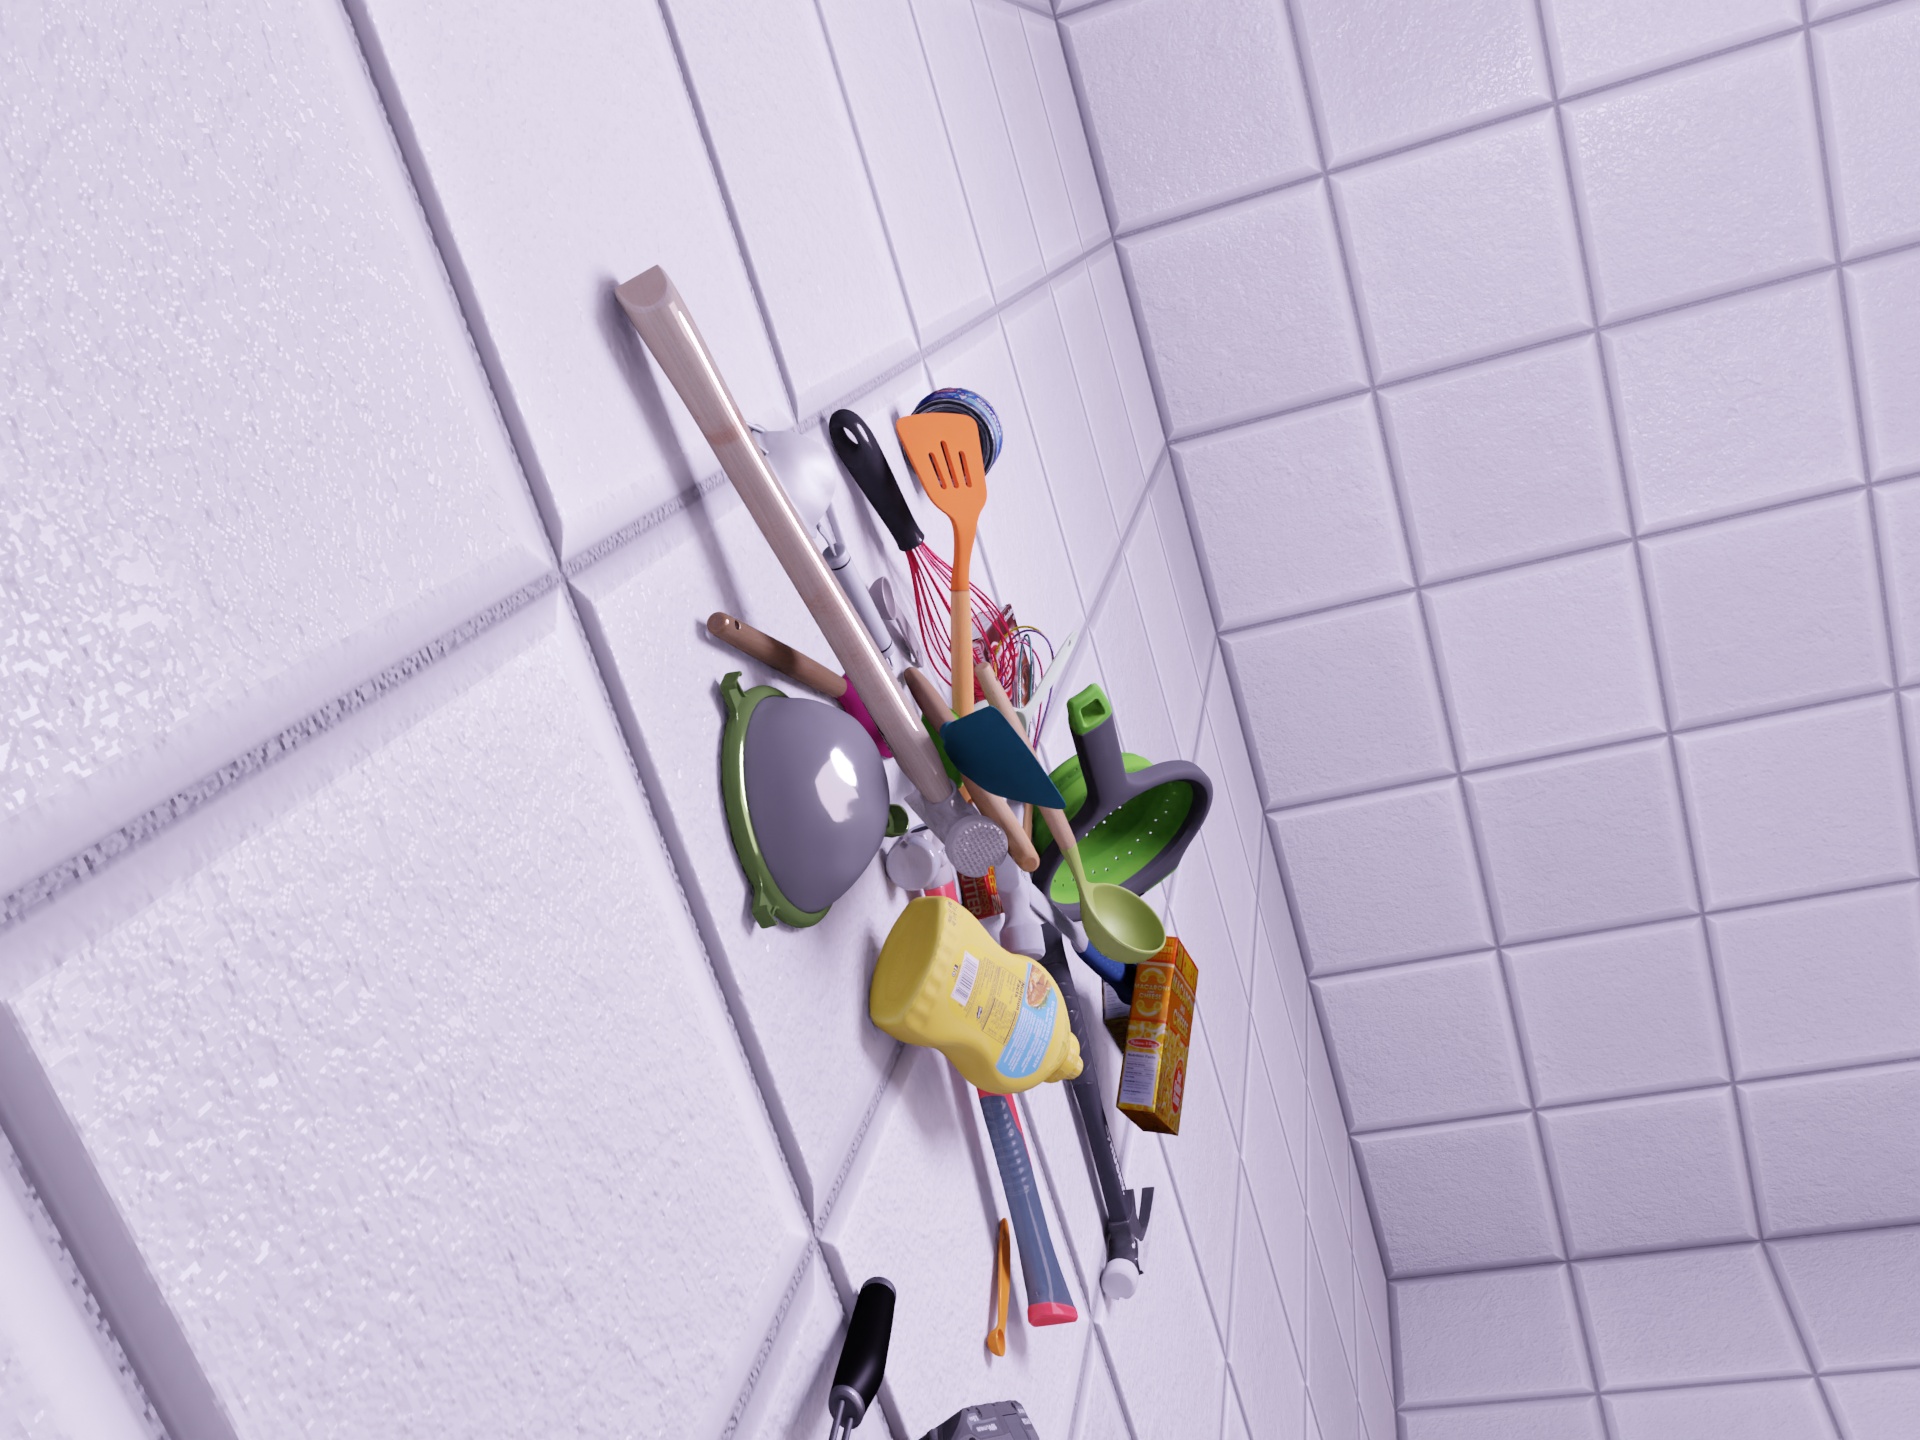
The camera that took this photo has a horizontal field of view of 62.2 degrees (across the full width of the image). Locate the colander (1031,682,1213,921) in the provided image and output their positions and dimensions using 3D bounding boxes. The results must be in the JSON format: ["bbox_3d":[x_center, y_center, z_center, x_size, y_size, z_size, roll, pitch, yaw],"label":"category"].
[{"bbox_3d":[0.118,0.052,1.449,0.095,0.204,0.396,51,-9,30],"label":"colander"}]

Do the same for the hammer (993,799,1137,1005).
[{"bbox_3d":[0.102,0.184,1.408,0.405,0.035,0.144,47,32,-61],"label":"hammer"}]

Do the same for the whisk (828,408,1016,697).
[{"bbox_3d":[-0.030,-0.130,1.287,0.073,0.073,0.295,-83,149,-49],"label":"whisk"}]

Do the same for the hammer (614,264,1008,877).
[{"bbox_3d":[-0.094,-0.089,0.989,0.410,0.038,0.146,60,-7,-20],"label":"hammer"}]

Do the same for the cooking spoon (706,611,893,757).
[{"bbox_3d":[-0.092,-0.028,1.071,0.318,0.017,0.069,30,48,-69],"label":"cooking spoon"}]

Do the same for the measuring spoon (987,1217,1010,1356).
[{"bbox_3d":[0.028,0.413,1.164,0.117,0.011,0.021,-83,155,-56],"label":"measuring spoon"}]

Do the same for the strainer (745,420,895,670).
[{"bbox_3d":[-0.089,-0.123,1.122,0.258,0.050,0.087,65,6,-46],"label":"strainer"}]

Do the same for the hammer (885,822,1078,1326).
[{"bbox_3d":[0.026,0.263,1.199,0.143,0.038,0.386,-24,99,-75],"label":"hammer"}]

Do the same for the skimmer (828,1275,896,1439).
[{"bbox_3d":[-0.092,0.371,0.766,0.363,0.090,0.127,-60,132,-81],"label":"skimmer"}]

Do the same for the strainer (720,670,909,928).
[{"bbox_3d":[-0.064,0.053,1.015,0.256,0.069,0.151,19,60,-69],"label":"strainer"}]

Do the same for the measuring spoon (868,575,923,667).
[{"bbox_3d":[-0.051,-0.073,1.258,0.124,0.018,0.034,62,20,-60],"label":"measuring spoon"}]

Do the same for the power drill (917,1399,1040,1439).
[{"bbox_3d":[0.042,0.495,0.864,0.223,0.080,0.171,55,6,28],"label":"power drill"}]

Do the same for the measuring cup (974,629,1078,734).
[{"bbox_3d":[0.044,-0.016,1.343,0.168,0.038,0.083,-56,152,-19],"label":"measuring cup"}]

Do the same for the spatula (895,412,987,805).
[{"bbox_3d":[-0.005,-0.080,1.263,0.081,0.041,0.322,-11,105,-39],"label":"spatula"}]

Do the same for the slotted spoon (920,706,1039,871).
[{"bbox_3d":[0.013,0.048,1.127,0.314,0.031,0.070,-126,-154,-71],"label":"slotted spoon"}]

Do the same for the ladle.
[{"bbox_3d":[0.088,0.077,1.285,0.078,0.062,0.319,-91,158,-56],"label":"ladle"}]

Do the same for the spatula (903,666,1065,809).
[{"bbox_3d":[-0.002,-0.004,1.115,0.082,0.044,0.318,54,0,-18],"label":"spatula"}]

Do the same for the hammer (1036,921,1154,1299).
[{"bbox_3d":[0.120,0.346,1.468,0.146,0.035,0.334,-40,116,-71],"label":"hammer"}]

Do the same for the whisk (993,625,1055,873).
[{"bbox_3d":[0.050,0.039,1.394,0.051,0.047,0.245,-173,-94,-68],"label":"whisk"}]
